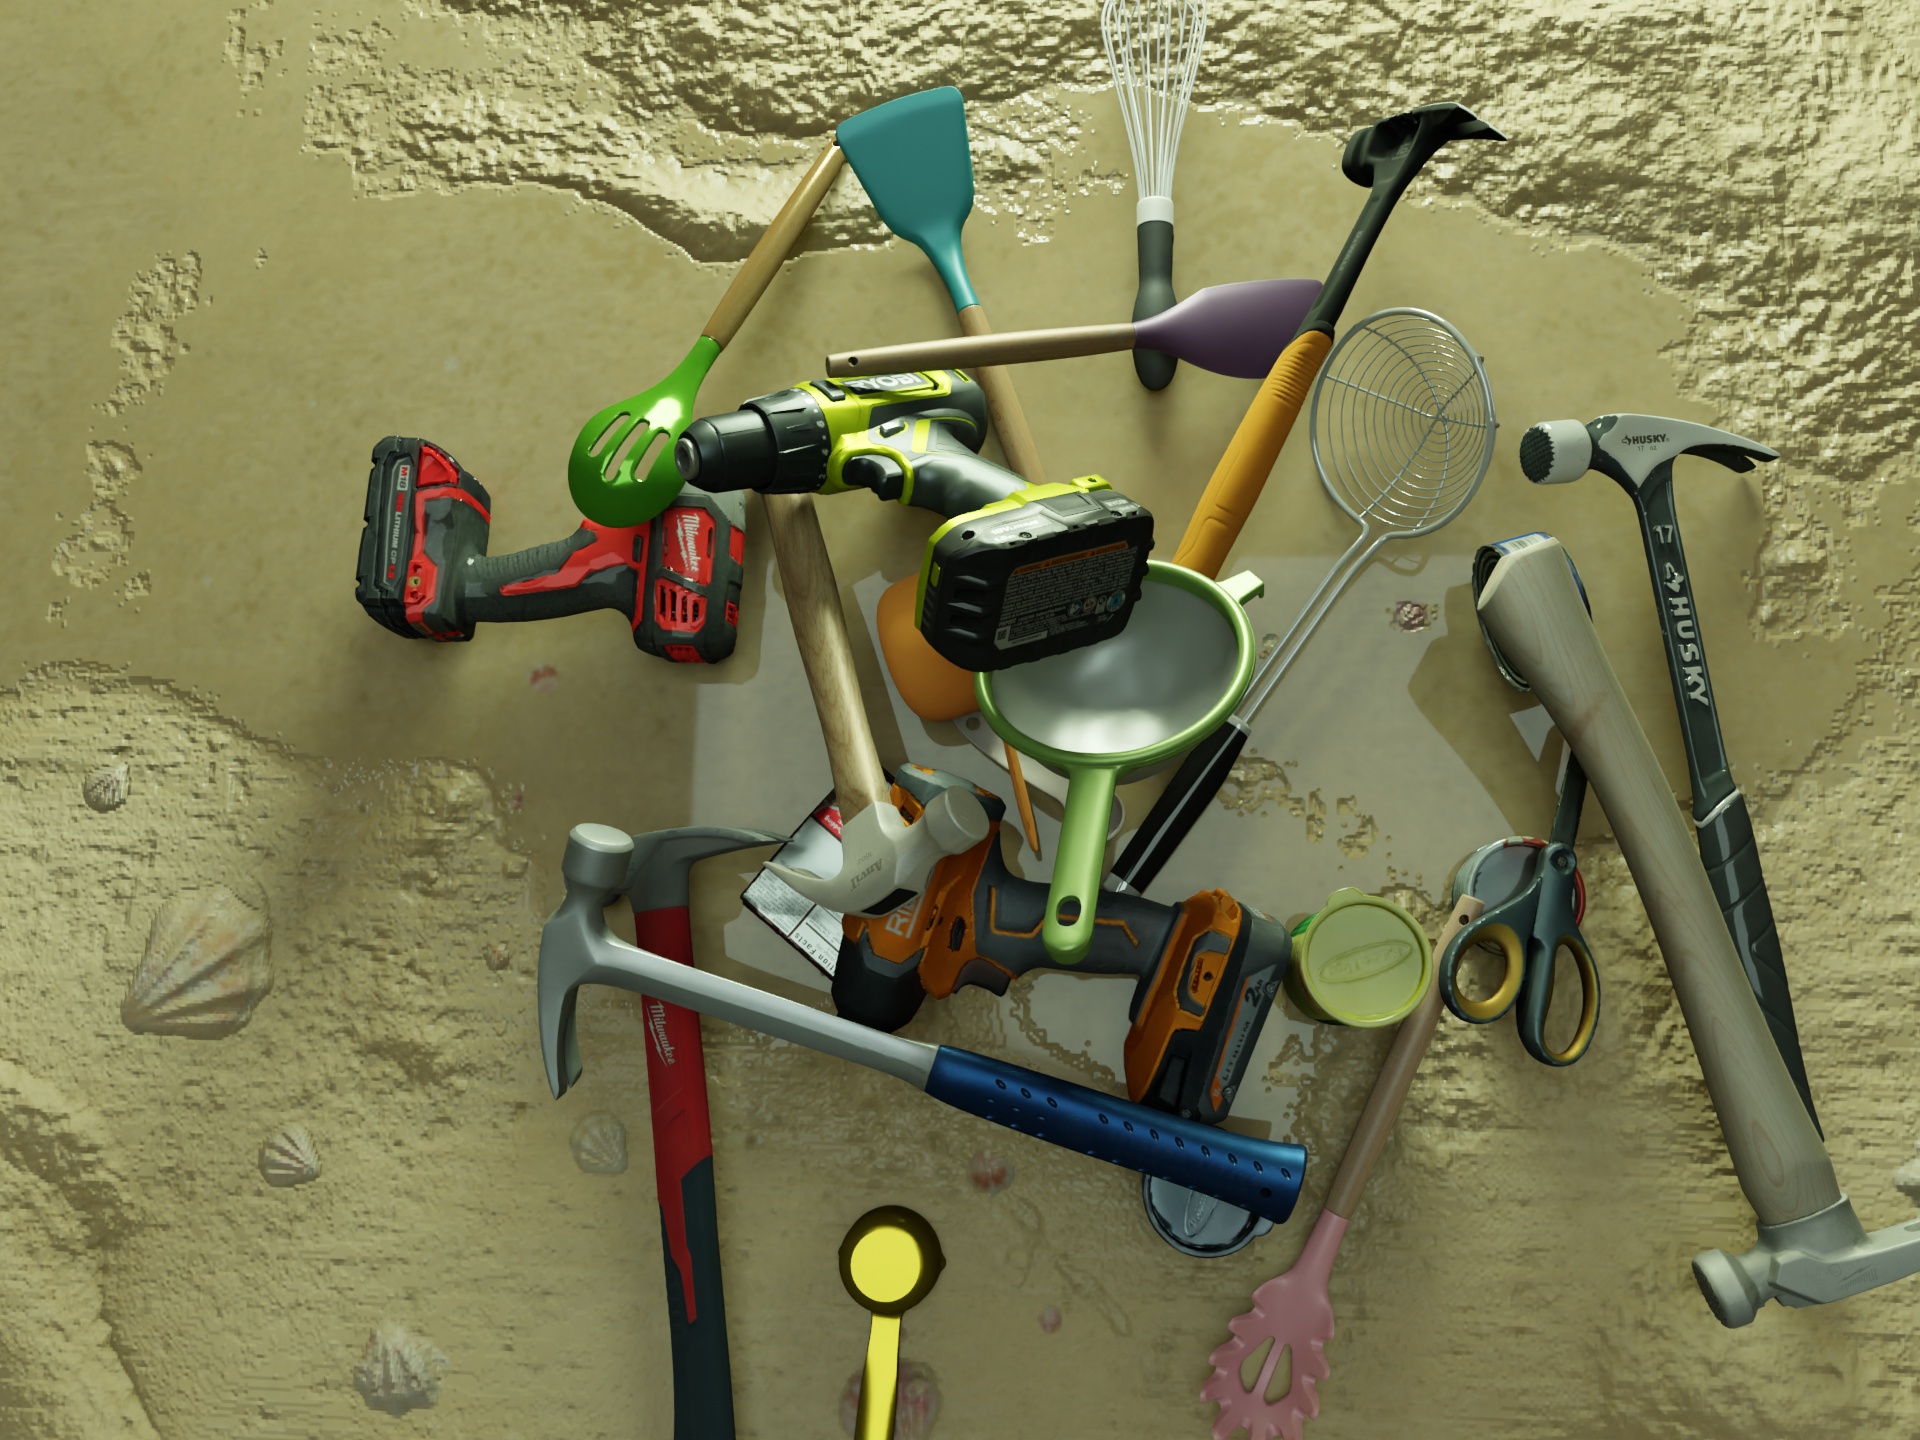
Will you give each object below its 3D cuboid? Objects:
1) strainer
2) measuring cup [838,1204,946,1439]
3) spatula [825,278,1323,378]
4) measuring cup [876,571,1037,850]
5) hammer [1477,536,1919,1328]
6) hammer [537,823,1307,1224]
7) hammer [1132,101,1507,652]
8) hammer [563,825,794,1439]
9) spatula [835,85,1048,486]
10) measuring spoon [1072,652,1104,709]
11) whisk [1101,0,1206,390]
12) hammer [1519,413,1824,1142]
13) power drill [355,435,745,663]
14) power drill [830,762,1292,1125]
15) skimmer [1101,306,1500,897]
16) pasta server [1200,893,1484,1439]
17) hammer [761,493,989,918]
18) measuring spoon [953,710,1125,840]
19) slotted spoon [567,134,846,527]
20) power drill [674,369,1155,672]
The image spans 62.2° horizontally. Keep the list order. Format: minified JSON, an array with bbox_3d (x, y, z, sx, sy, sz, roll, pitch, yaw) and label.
[{"bbox_3d":[0.077,0.027,0.835,0.151,0.069,0.257,0,51,16],"label":"strainer"},{"bbox_3d":[-0.044,0.348,0.874,0.062,0.029,0.156,4,78,7],"label":"measuring cup"},{"bbox_3d":[0.076,-0.220,0.929,0.316,0.018,0.060,-9,89,-15],"label":"spatula"},{"bbox_3d":[-0.001,-0.003,0.912,0.052,0.095,0.173,-17,87,13],"label":"measuring cup"},{"bbox_3d":[0.380,0.096,0.817,0.146,0.038,0.410,-23,88,7],"label":"hammer"},{"bbox_3d":[-0.027,0.180,0.818,0.405,0.035,0.144,17,102,5],"label":"hammer"},{"bbox_3d":[0.190,-0.190,0.906,0.034,0.127,0.337,26,94,-18],"label":"hammer"},{"bbox_3d":[-0.140,0.252,0.881,0.143,0.038,0.386,-11,80,27],"label":"hammer"},{"bbox_3d":[0.012,-0.231,0.971,0.082,0.044,0.318,-19,79,-2],"label":"spatula"},{"bbox_3d":[0.040,-0.055,0.952,0.042,0.021,0.129,-36,69,-3],"label":"measuring spoon"},{"bbox_3d":[0.120,-0.341,0.976,0.070,0.070,0.285,0,84,6],"label":"whisk"},{"bbox_3d":[0.416,0.027,0.875,0.149,0.036,0.409,-7,82,-15],"label":"hammer"},{"bbox_3d":[-0.238,-0.111,0.959,0.219,0.078,0.143,3,80,4],"label":"power drill"},{"bbox_3d":[0.045,0.137,0.860,0.226,0.084,0.164,21,93,0],"label":"power drill"},{"bbox_3d":[0.176,-0.060,0.899,0.127,0.090,0.363,32,86,45],"label":"skimmer"},{"bbox_3d":[0.212,0.239,0.850,0.060,0.040,0.316,24,89,17],"label":"pasta server"},{"bbox_3d":[-0.077,-0.039,0.890,0.130,0.031,0.332,-39,51,28],"label":"hammer"},{"bbox_3d":[0.044,0.030,0.936,0.124,0.018,0.034,37,80,18],"label":"measuring spoon"},{"bbox_3d":[-0.141,-0.247,0.962,0.070,0.031,0.314,25,67,6],"label":"slotted spoon"},{"bbox_3d":[-0.026,-0.120,0.860,0.190,0.080,0.229,-17,43,-35],"label":"power drill"}]
